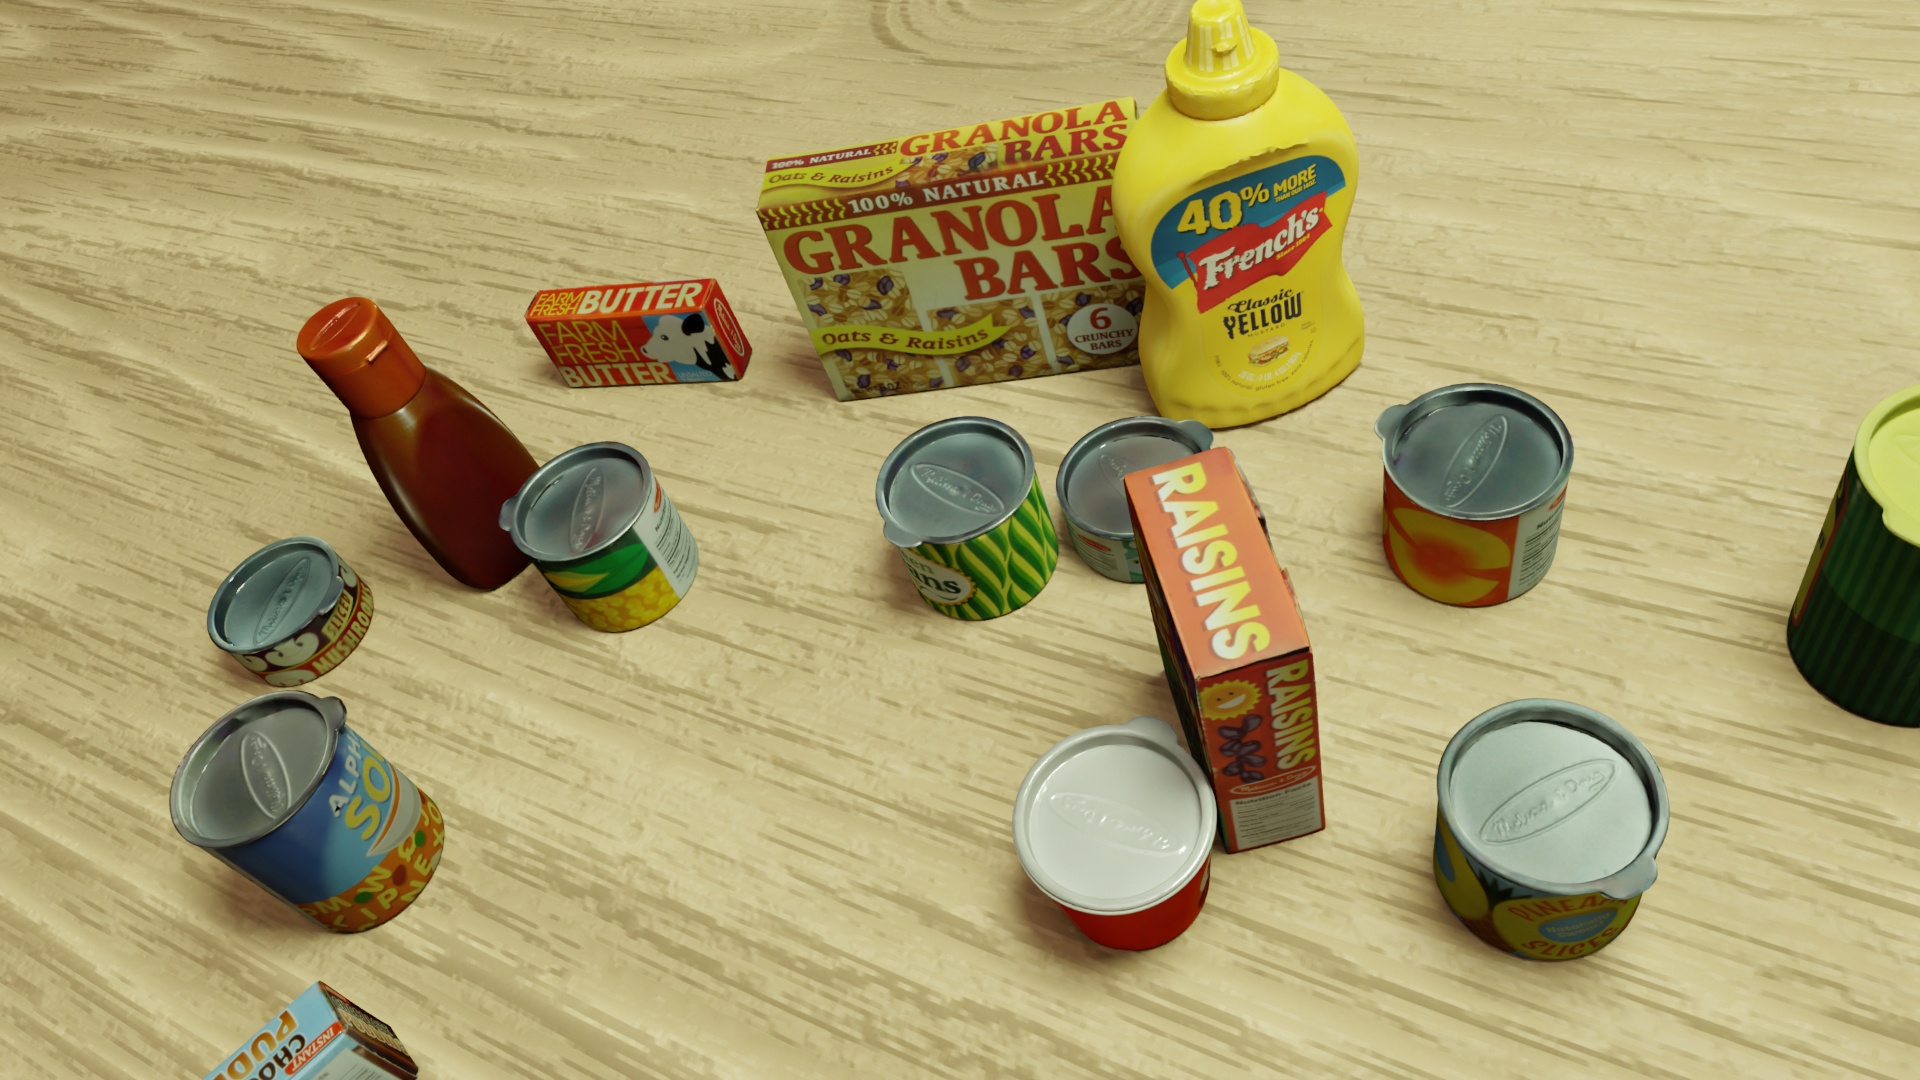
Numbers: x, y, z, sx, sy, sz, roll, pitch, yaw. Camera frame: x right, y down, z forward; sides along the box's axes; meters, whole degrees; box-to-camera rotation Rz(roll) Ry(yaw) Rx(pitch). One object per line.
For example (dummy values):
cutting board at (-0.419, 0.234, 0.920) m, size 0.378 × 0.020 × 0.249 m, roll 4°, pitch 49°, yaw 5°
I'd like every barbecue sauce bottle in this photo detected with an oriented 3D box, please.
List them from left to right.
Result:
barbecue sauce bottle at (-0.237, -0.043, 0.622) m, size 0.044 × 0.148 × 0.065 m, roll 18°, pitch 60°, yaw 28°

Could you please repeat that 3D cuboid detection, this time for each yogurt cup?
yogurt cup at (0.056, 0.105, 0.478) m, size 0.072 × 0.053 × 0.073 m, roll -8°, pitch 51°, yaw 11°

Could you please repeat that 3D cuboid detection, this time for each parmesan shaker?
parmesan shaker at (0.310, 0.008, 0.446) m, size 0.071 × 0.102 × 0.072 m, roll -8°, pitch 51°, yaw 11°

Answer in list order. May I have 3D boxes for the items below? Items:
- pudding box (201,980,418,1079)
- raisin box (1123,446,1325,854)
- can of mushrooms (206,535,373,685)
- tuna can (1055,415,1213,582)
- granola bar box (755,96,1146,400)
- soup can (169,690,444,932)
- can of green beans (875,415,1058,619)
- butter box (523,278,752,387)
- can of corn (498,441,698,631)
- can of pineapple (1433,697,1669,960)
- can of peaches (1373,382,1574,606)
pudding box at (-0.244, 0.204, 0.494) m, size 0.084 × 0.049 × 0.030 m, roll -43°, pitch 53°, yaw -17°
raisin box at (0.092, 0.040, 0.473) m, size 0.040 × 0.122 × 0.086 m, roll -16°, pitch 50°, yaw 4°
can of mushrooms at (-0.315, 0.034, 0.659) m, size 0.071 × 0.033 × 0.071 m, roll -8°, pitch 51°, yaw 11°
tuna can at (0.077, -0.019, 0.583) m, size 0.071 × 0.032 × 0.071 m, roll -8°, pitch 51°, yaw 11°
granola bar box at (0.007, -0.127, 0.630) m, size 0.165 × 0.123 × 0.039 m, roll -6°, pitch 52°, yaw 13°
soup can at (-0.252, 0.107, 0.550) m, size 0.071 × 0.083 × 0.072 m, roll -8°, pitch 51°, yaw 11°
can of green beans at (0.004, -0.009, 0.581) m, size 0.071 × 0.057 × 0.071 m, roll -8°, pitch 51°, yaw 11°
butter box at (-0.165, -0.105, 0.711) m, size 0.103 × 0.053 × 0.024 m, roll 0°, pitch 53°, yaw 17°
can of corn at (-0.161, -0.001, 0.624) m, size 0.071 × 0.058 × 0.071 m, roll -8°, pitch 51°, yaw 11°
can of pineapple at (0.187, 0.095, 0.444) m, size 0.071 × 0.057 × 0.071 m, roll -8°, pitch 51°, yaw 11°
can of peaches at (0.193, -0.018, 0.531) m, size 0.071 × 0.057 × 0.071 m, roll -8°, pitch 51°, yaw 11°
